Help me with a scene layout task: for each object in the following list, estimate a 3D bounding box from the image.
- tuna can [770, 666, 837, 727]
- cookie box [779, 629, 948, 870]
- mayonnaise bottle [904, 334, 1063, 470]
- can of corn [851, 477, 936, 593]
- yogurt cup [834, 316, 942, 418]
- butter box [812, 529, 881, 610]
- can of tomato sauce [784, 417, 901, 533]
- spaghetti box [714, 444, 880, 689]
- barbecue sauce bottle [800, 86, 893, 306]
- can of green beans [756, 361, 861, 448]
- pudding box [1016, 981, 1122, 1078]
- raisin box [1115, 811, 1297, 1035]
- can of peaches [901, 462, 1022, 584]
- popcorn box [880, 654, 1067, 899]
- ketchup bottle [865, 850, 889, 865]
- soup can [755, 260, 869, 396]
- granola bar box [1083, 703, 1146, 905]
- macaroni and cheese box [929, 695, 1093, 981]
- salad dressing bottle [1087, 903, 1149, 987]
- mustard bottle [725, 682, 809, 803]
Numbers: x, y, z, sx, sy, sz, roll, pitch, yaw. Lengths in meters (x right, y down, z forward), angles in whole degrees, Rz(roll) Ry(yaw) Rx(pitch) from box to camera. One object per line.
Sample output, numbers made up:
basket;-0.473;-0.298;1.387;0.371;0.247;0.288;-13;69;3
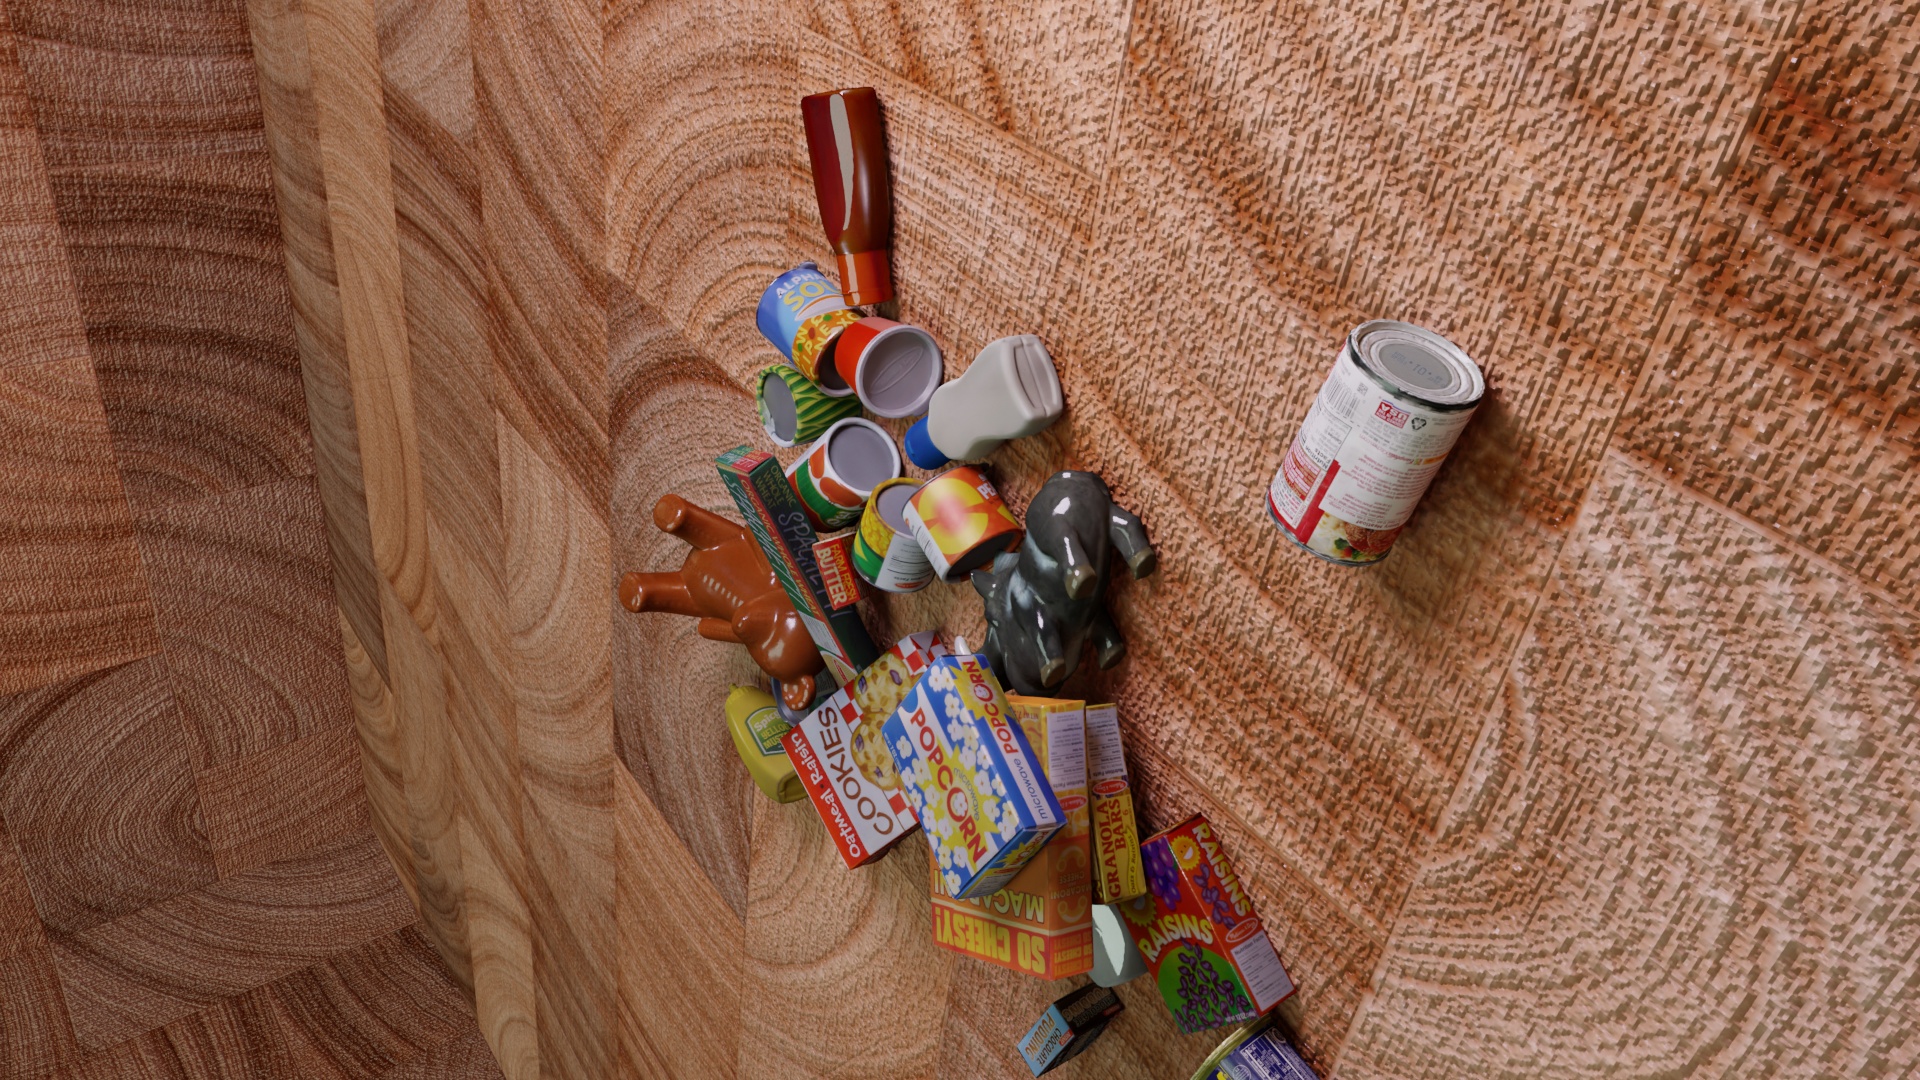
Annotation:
tuna can;-0.142;0.136;1.260;0.071;0.033;0.070;28;126;46
cookie box;-0.054;0.166;1.094;0.166;0.040;0.123;-40;72;30
mayonnaise bottle;0.011;-0.086;0.939;0.147;0.041;0.065;-27;79;57
can of corn;-0.043;-0.006;1.027;0.071;0.071;0.058;52;140;27
yogurt cup;-0.054;-0.127;0.992;0.054;0.072;0.072;37;133;51
butter box;-0.085;0.021;1.080;0.103;0.024;0.053;-28;-80;-81
can of tomato sauce;-0.092;-0.048;1.077;0.082;0.071;0.071;-35;76;54
spaghetti box;-0.120;0.032;1.103;0.050;0.029;0.249;19;142;48
barbecue sauce bottle;-0.077;-0.243;0.988;0.065;0.044;0.148;12;115;52
can of green beans;-0.120;-0.111;1.095;0.071;0.058;0.071;28;126;46
pudding box;0.081;0.363;1.034;0.030;0.050;0.083;55;142;26
raisin box;0.150;0.247;0.894;0.123;0.040;0.085;63;145;12
can of peaches;0.003;-0.012;0.961;0.058;0.071;0.071;58;144;19
popcorn box;0.006;0.145;0.859;0.084;0.038;0.127;-54;50;38
ketchup bottle;-0.072;0.215;1.187;0.065;0.044;0.148;51;140;26
soup can;-0.104;-0.159;1.043;0.084;0.071;0.071;44;137;34
granola bar box;0.046;0.181;0.940;0.165;0.039;0.124;-19;76;51
macaroni and cheese box;0.030;0.184;0.894;0.123;0.040;0.166;-4;87;52
salad dressing bottle;0.089;0.233;0.969;0.064;0.044;0.148;-32;76;48
mustard bottle;-0.186;0.181;1.318;0.161;0.065;0.048;43;141;41
